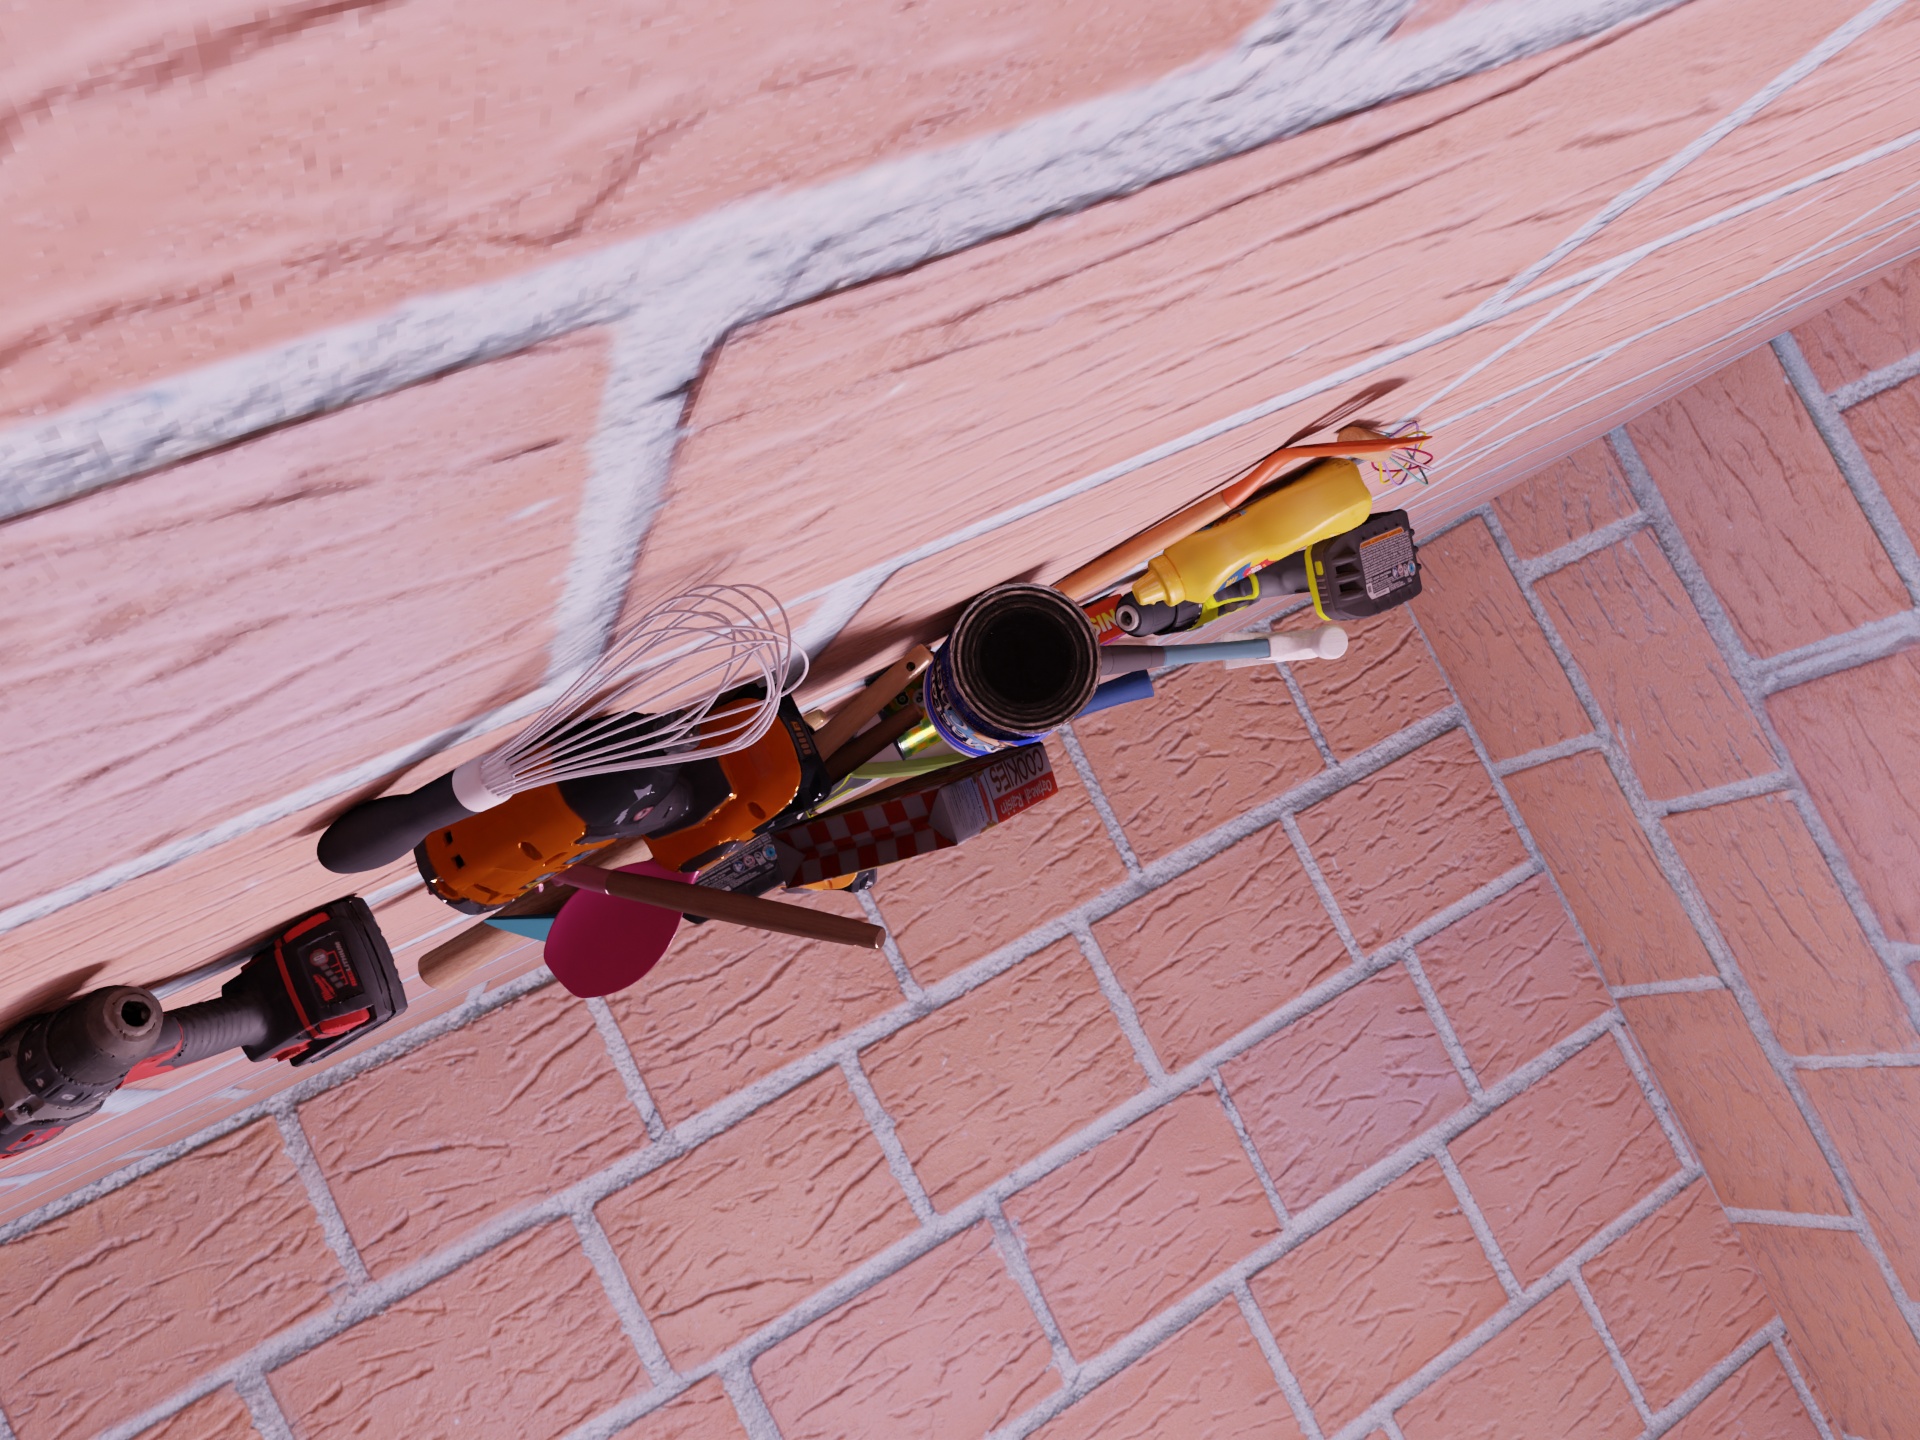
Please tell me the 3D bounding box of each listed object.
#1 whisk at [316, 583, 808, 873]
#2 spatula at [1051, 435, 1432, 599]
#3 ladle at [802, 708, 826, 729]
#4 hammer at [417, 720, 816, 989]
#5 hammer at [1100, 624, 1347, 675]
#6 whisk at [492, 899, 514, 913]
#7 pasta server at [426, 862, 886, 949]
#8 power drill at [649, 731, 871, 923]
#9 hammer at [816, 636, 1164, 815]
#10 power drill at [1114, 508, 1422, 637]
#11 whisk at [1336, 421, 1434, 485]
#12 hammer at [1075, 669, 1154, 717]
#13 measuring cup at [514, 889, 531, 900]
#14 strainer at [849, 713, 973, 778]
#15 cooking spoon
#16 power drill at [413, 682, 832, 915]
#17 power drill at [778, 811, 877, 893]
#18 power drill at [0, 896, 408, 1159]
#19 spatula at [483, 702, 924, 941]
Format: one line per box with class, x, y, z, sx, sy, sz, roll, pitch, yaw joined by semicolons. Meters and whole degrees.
whisk;-0.181;0.017;0.677;0.284;0.070;0.070;-23;178;28
spatula;0.171;-0.136;1.114;0.322;0.041;0.081;-28;177;34
ladle;-0.229;0.068;1.271;0.315;0.031;0.069;-30;176;24
hammer;-0.232;0.094;1.077;0.331;0.031;0.130;-32;155;14
hammer;0.161;-0.056;1.391;0.331;0.033;0.128;-5;-179;-17
whisk;-0.276;0.098;1.234;0.246;0.057;0.059;-32;-165;19
pasta server;-0.187;0.109;0.952;0.316;0.040;0.060;8;176;24
power drill;-0.167;0.082;1.329;0.171;0.080;0.223;-29;-173;17
hammer;0.022;0.017;1.501;0.410;0.038;0.146;-33;-161;-36
power drill;0.263;-0.119;1.388;0.228;0.080;0.190;-6;-169;44
whisk;0.326;-0.205;1.229;0.047;0.051;0.245;-22;176;26
hammer;0.004;0.020;1.668;0.405;0.035;0.144;-17;177;2
measuring cup;-0.269;0.075;1.167;0.156;0.029;0.062;-38;179;-14
strainer;-0.002;-0.004;1.345;0.151;0.069;0.256;-6;-174;23
cooking spoon;-0.138;0.062;0.999;0.319;0.069;0.017;-41;179;7
power drill;-0.162;0.034;0.865;0.164;0.084;0.226;-29;172;22
power drill;-0.172;0.131;1.534;0.185;0.084;0.226;-3;177;36
power drill;-0.436;0.172;0.912;0.188;0.080;0.226;-30;172;34
spatula;-0.160;0.072;1.037;0.317;0.044;0.082;-34;153;8
